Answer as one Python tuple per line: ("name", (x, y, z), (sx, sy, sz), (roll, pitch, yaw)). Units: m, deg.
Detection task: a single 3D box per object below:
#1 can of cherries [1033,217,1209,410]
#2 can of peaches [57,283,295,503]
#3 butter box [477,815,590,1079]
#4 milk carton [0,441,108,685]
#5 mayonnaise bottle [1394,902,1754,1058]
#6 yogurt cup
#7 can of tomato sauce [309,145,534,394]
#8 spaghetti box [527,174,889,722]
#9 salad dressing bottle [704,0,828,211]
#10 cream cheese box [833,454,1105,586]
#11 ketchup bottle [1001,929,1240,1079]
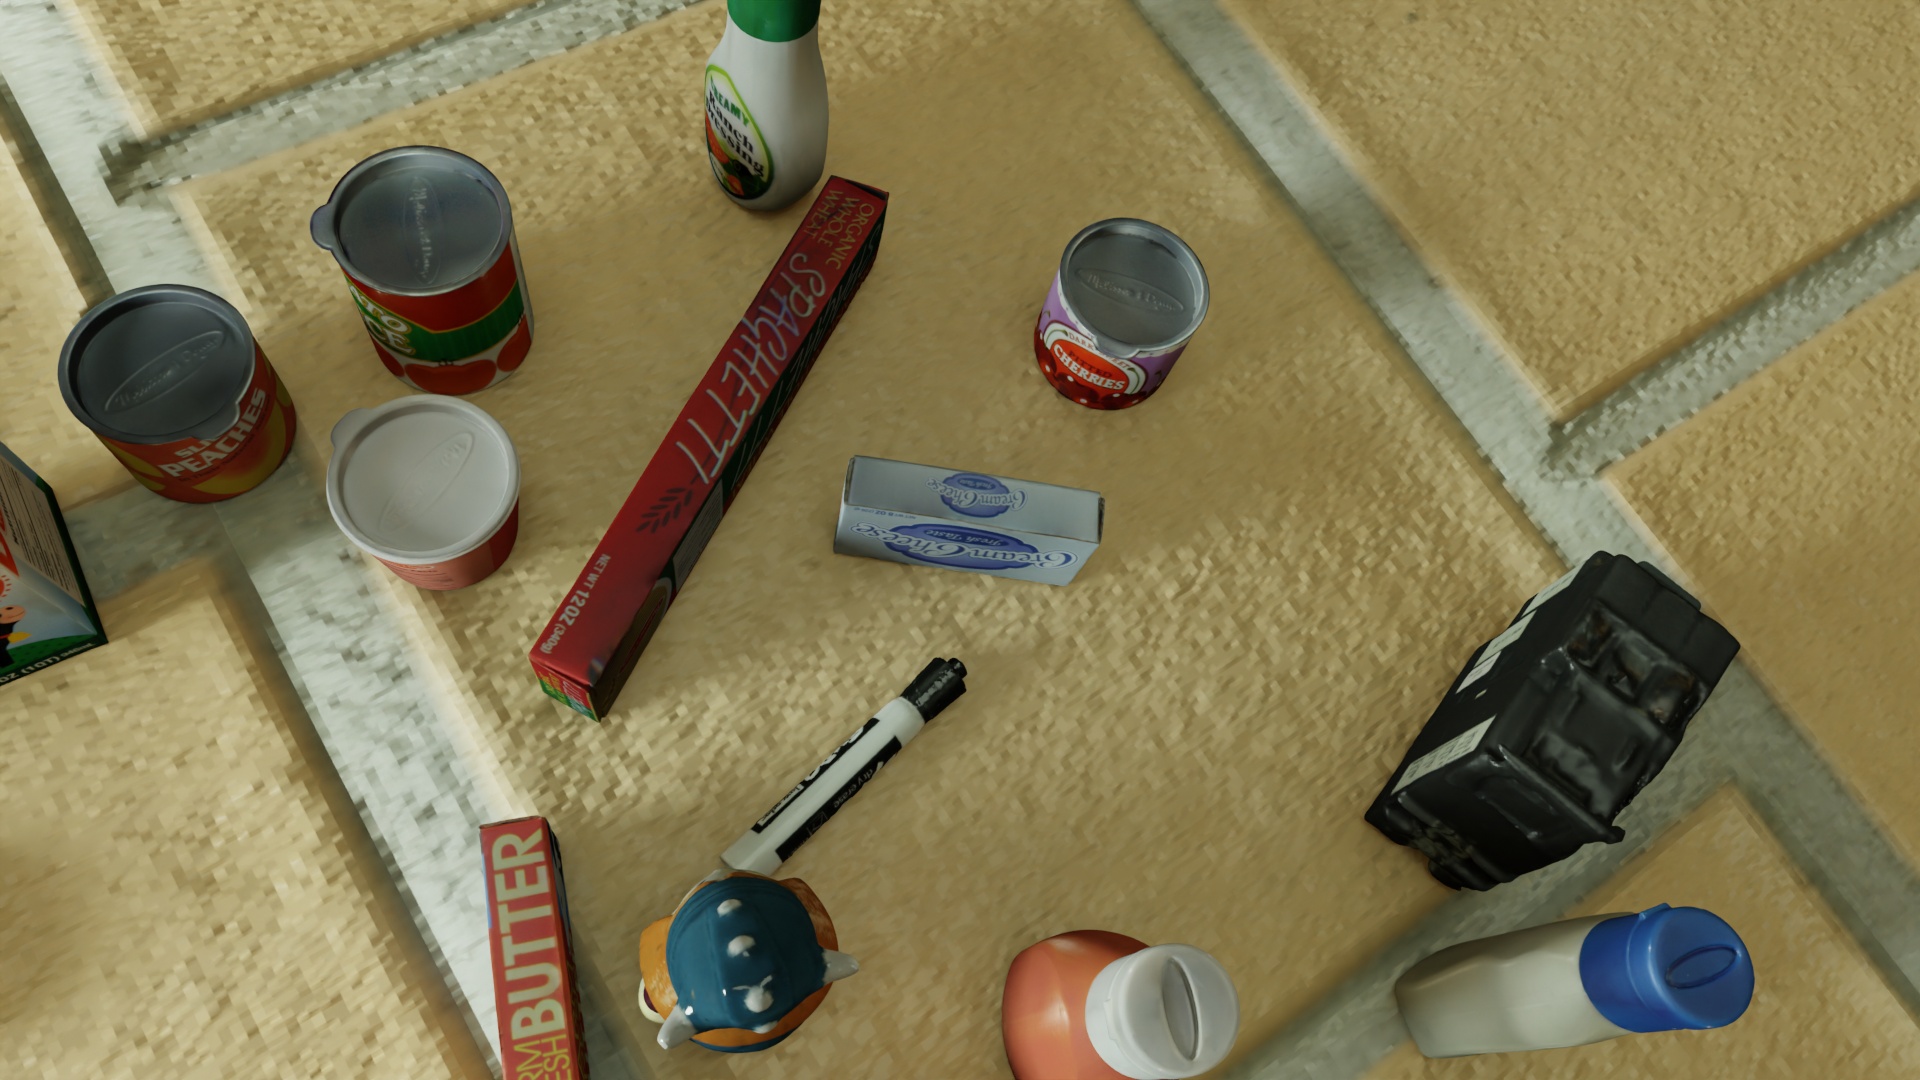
("can of cherries", (0.068, -0.097, 0.615), (0.071, 0.058, 0.072), (4, 68, -9))
("can of peaches", (-0.294, -0.053, 0.530), (0.071, 0.057, 0.071), (4, 68, -9))
("butter box", (-0.145, 0.150, 0.477), (0.024, 0.053, 0.104), (-9, 70, -14))
("milk carton", (-0.349, -0.011, 0.430), (0.072, 0.189, 0.073), (-24, 75, -18))
("mayonnaise bottle", (0.213, 0.156, 0.489), (0.065, 0.147, 0.041), (-15, 72, -16))
("yogurt cup", (-0.201, -0.015, 0.534), (0.072, 0.053, 0.072), (4, 68, -9))
("can of tomato sauce", (-0.210, -0.104, 0.552), (0.071, 0.082, 0.071), (4, 68, -9))
("spaghetti box", (-0.096, -0.044, 0.567), (0.029, 0.050, 0.251), (26, 66, 1))
("salad dressing bottle", (-0.080, -0.197, 0.579), (0.044, 0.147, 0.064), (-32, 77, -20))
("cream cheese box", (0.002, -0.007, 0.568), (0.104, 0.053, 0.024), (8, 67, -7))
("ketchup bottle", (0.049, 0.159, 0.458), (0.043, 0.148, 0.065), (-5, 70, -12))
